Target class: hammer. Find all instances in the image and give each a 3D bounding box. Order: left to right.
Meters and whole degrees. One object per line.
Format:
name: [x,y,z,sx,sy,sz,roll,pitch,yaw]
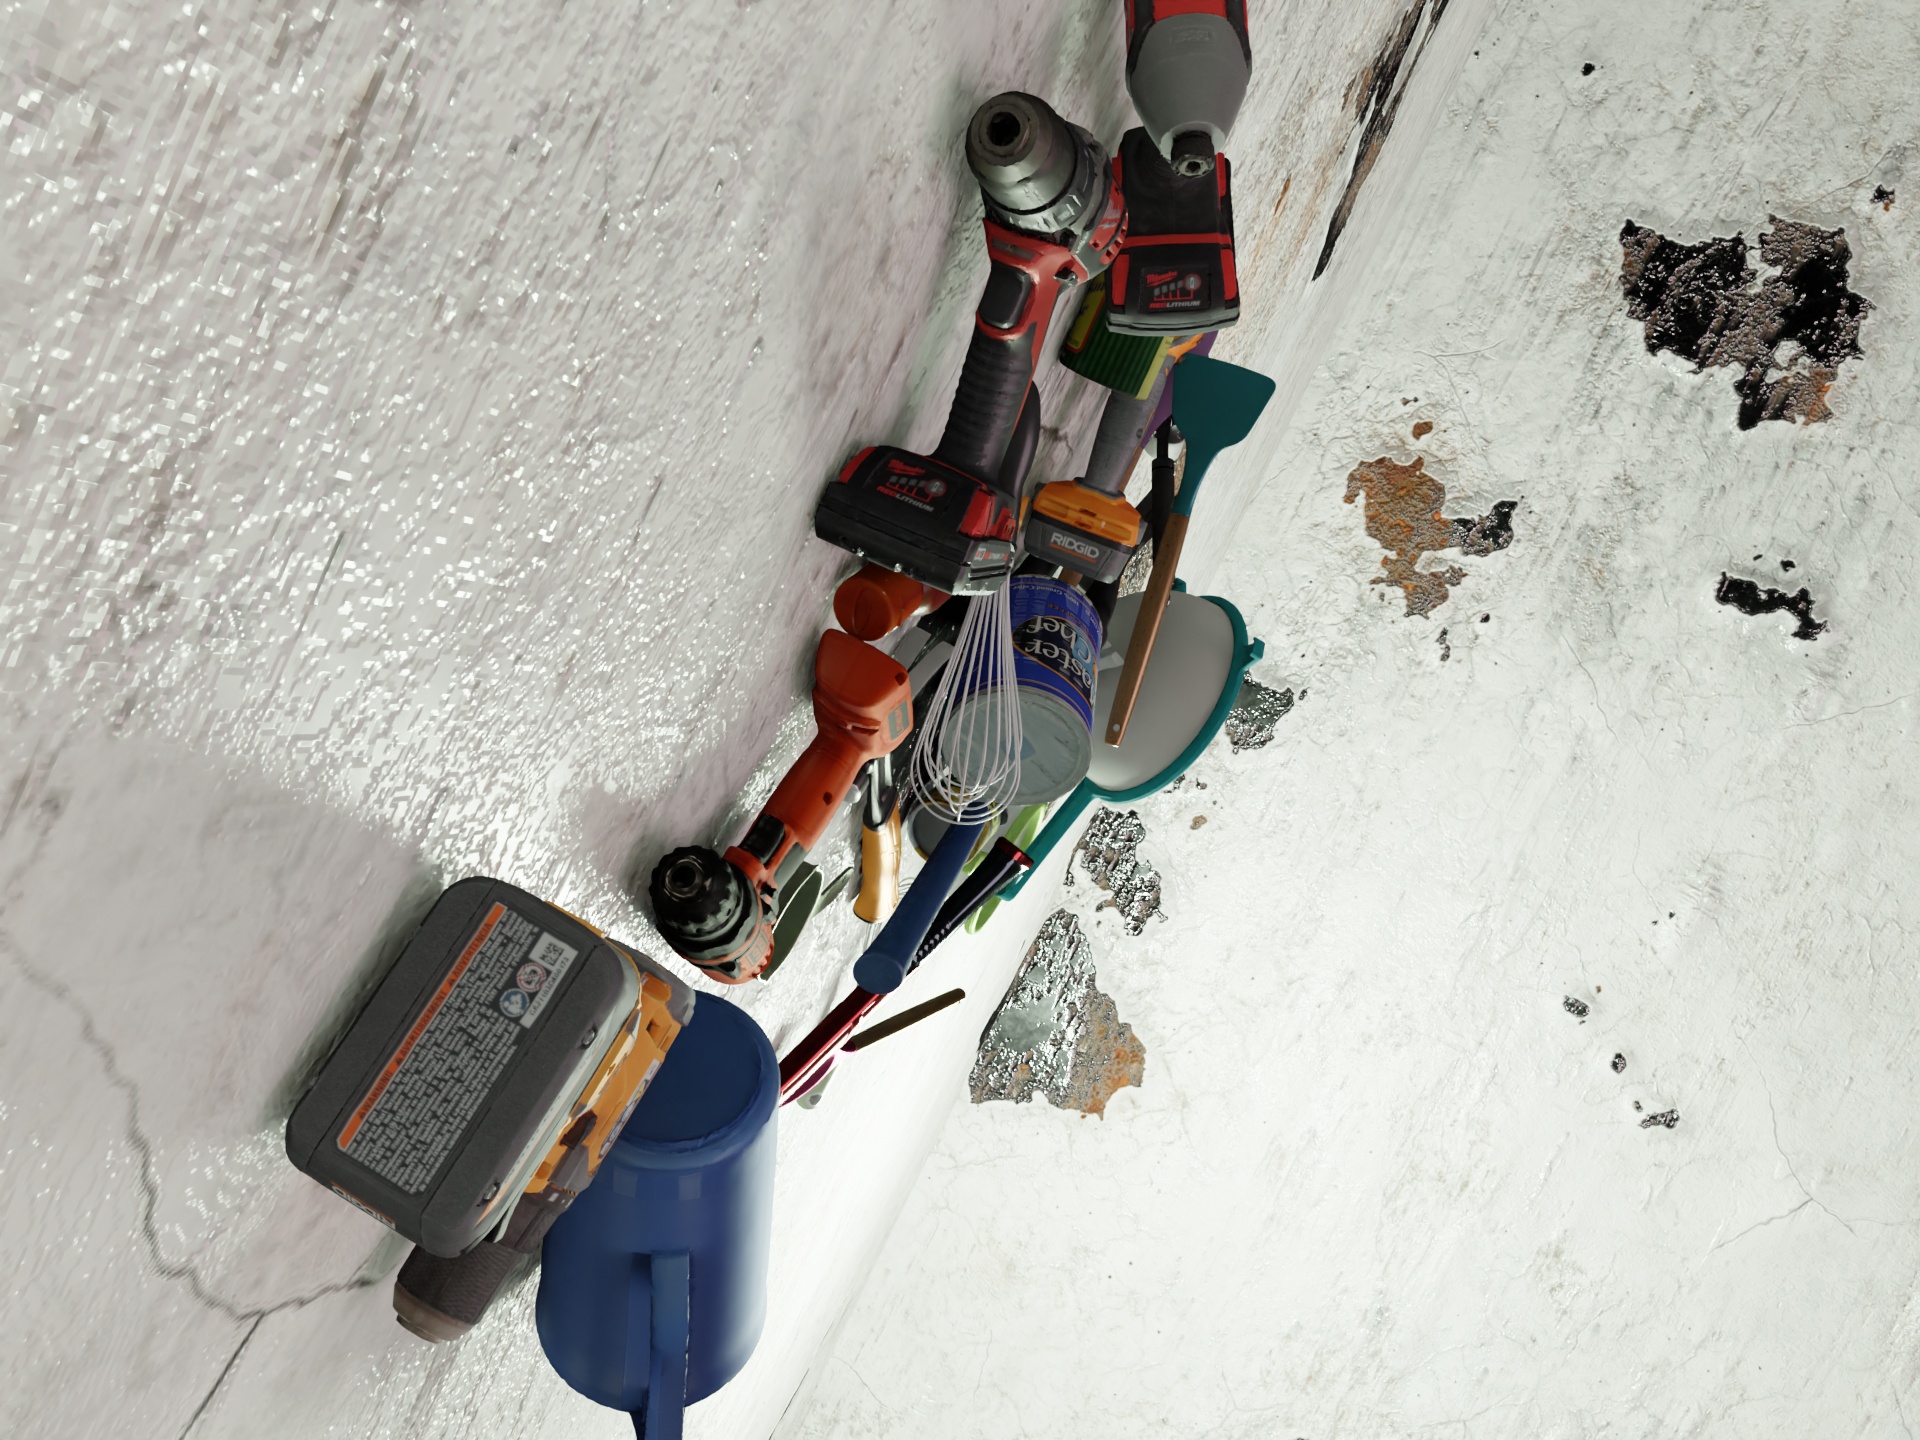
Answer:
hammer: [-0.072,0.221,1.240,0.386,0.038,0.143,-41,159,-37]
hammer: [-0.054,0.065,1.147,0.127,0.034,0.336,-57,168,-25]
hammer: [0.018,0.062,1.237,0.144,0.035,0.406,-32,-164,37]
hammer: [0.125,-0.117,1.337,0.146,0.035,0.335,-48,-175,20]
hammer: [0.130,-0.210,1.376,0.409,0.036,0.149,-52,164,-45]

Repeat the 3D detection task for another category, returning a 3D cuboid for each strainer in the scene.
strainer: [0.011,0.127,1.527,0.151,0.069,0.256,-62,167,0]
strainer: [0.110,0.011,1.420,0.340,0.095,0.211,-53,-155,9]
strainer: [0.165,-0.217,1.302,0.050,0.087,0.258,10,76,-39]

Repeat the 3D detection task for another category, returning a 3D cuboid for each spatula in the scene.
spatula: [0.126,-0.196,1.262,0.059,0.018,0.316,28,87,-39]
spatula: [0.164,-0.132,1.233,0.044,0.082,0.317,30,77,-87]

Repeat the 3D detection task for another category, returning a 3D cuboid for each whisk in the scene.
whisk: [-0.088,0.244,1.407,0.057,0.059,0.246,16,110,-35]
whisk: [0.017,-0.072,0.995,0.070,0.070,0.284,-26,126,-73]

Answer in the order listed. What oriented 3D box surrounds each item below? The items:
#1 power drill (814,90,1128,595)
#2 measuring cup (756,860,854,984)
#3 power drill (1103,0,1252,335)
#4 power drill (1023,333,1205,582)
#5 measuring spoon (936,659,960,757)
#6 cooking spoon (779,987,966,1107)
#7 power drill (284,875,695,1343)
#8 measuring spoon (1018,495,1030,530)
power drill: [0.010,-0.178,0.761,0.188,0.080,0.226,-17,130,-76]
measuring cup: [-0.106,0.108,0.997,0.083,0.038,0.167,-66,171,13]
power drill: [0.116,-0.305,0.850,0.219,0.078,0.143,76,13,-71]
power drill: [0.125,-0.225,1.182,0.164,0.084,0.226,-51,162,-76]
measuring spoon: [-0.002,-0.004,1.171,0.129,0.021,0.042,-80,-174,-62]
cooking spoon: [-0.083,0.278,1.384,0.319,0.017,0.068,-11,135,-58]
power drill: [-0.186,0.164,0.635,0.185,0.084,0.226,-59,173,-16]
measuring spoon: [0.030,-0.121,1.179,0.021,0.011,0.116,-71,-179,-46]
